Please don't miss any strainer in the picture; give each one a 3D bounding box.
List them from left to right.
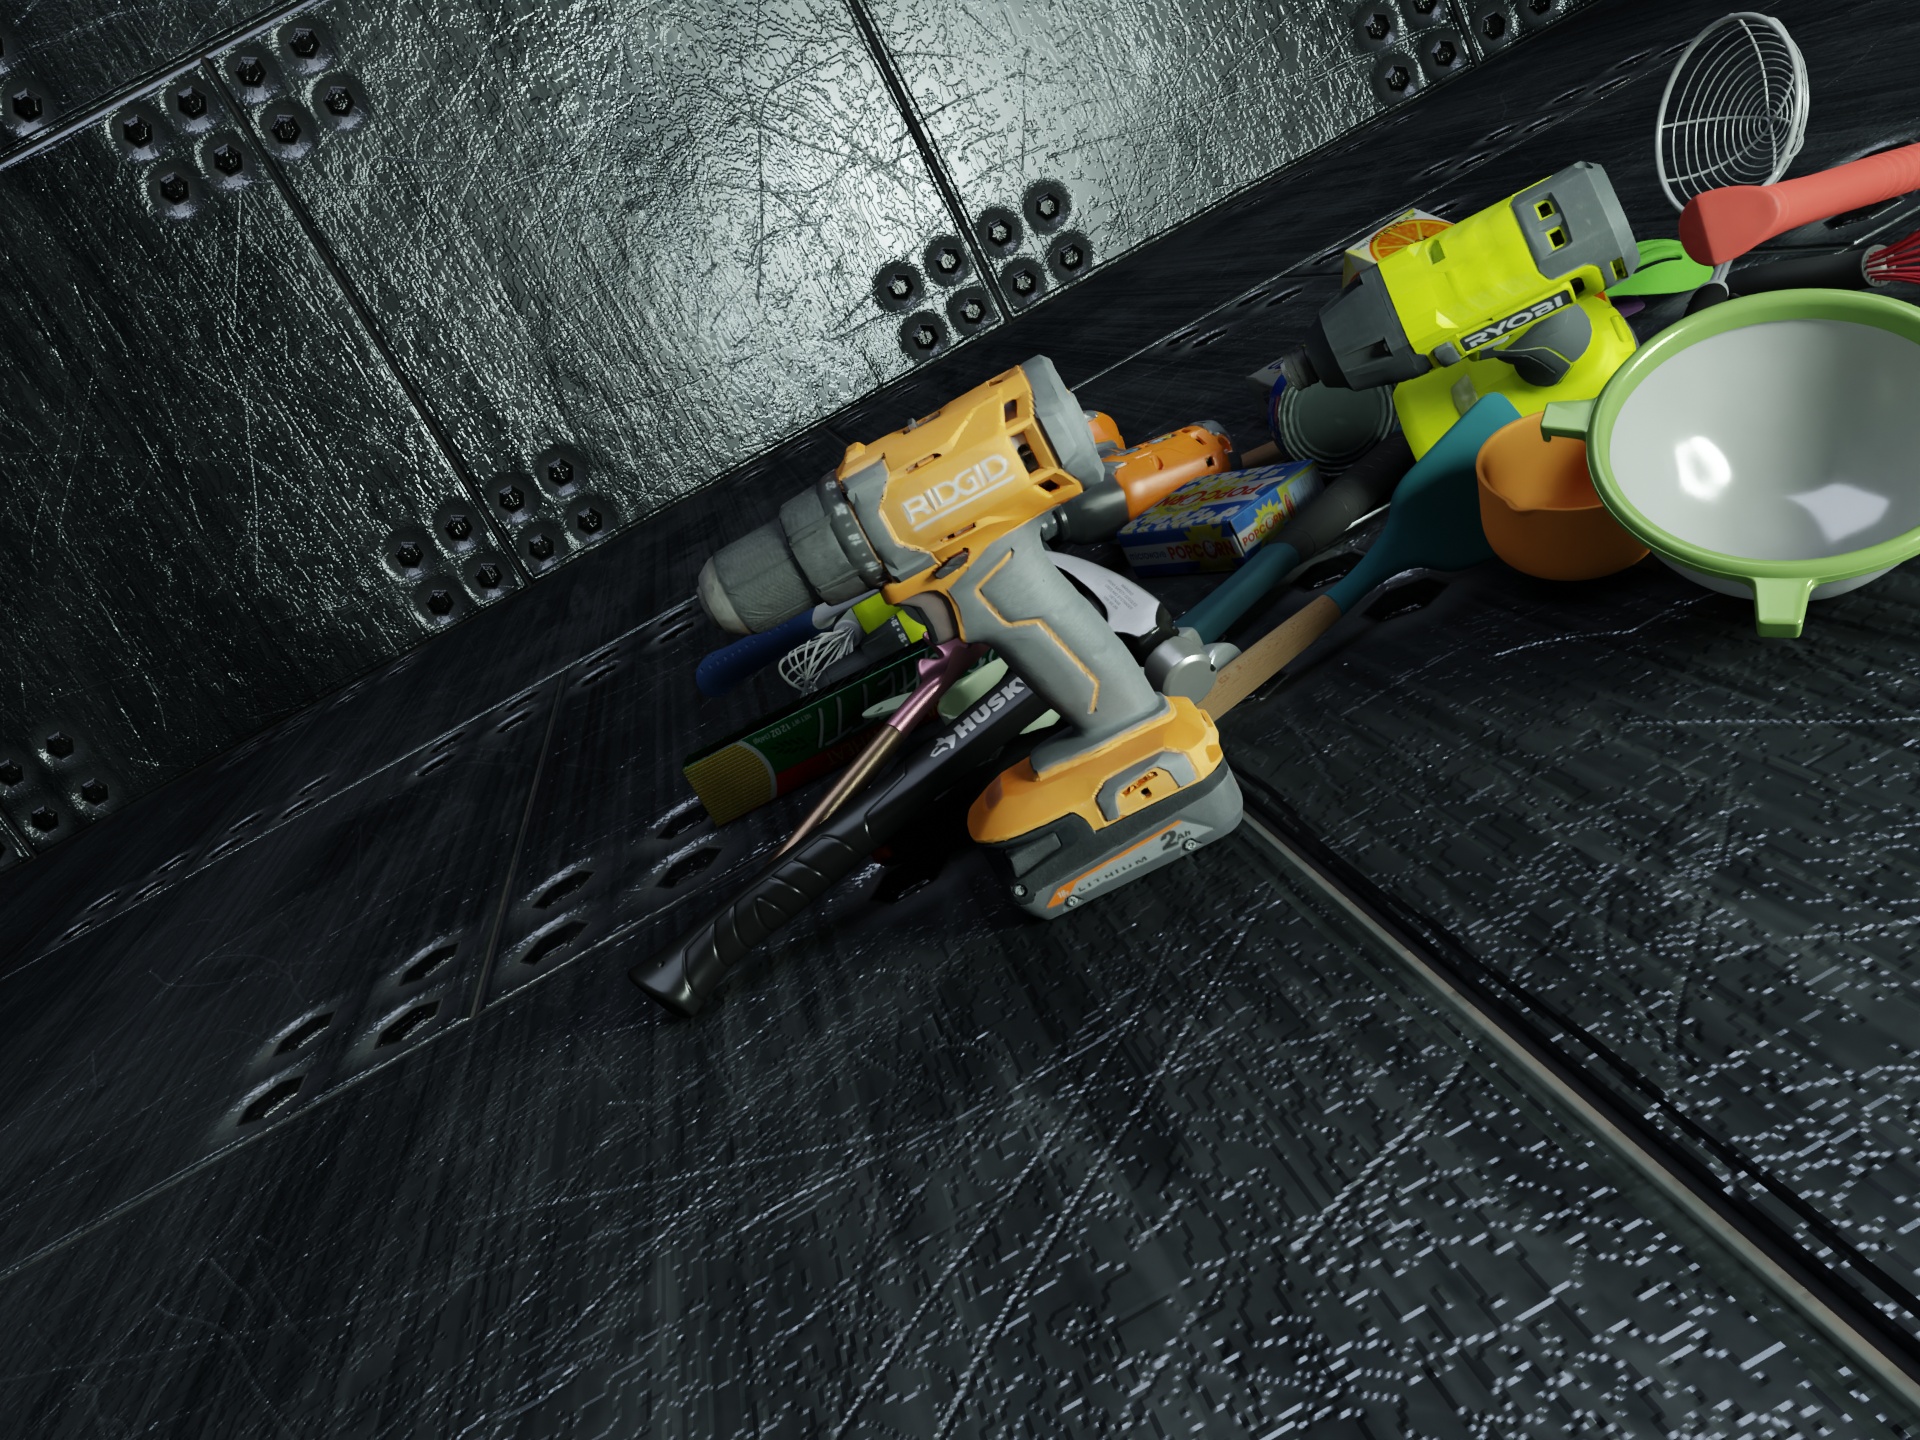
[{"bbox_3d":[0.385,-0.128,0.654,0.256,0.069,0.152,-31,50,1],"label":"strainer"}]

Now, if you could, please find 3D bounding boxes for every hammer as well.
[{"bbox_3d":[-0.085,-0.081,1.104,0.405,0.035,0.144,-20,32,56],"label":"hammer"},{"bbox_3d":[-0.036,0.037,0.829,0.335,0.035,0.146,-39,43,-1],"label":"hammer"},{"bbox_3d":[0.205,-0.107,0.972,0.331,0.033,0.128,-39,22,-31],"label":"hammer"},{"bbox_3d":[0.529,-0.304,0.867,0.359,0.036,0.149,-20,5,-19],"label":"hammer"}]

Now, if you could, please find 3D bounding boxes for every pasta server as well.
[{"bbox_3d":[-0.059,0.021,0.916,0.316,0.040,0.060,-51,17,-26],"label":"pasta server"}]

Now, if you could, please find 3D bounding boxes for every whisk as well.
[{"bbox_3d":[-0.094,-0.067,1.301,0.058,0.059,0.246,13,23,7],"label":"whisk"},{"bbox_3d":[0.516,-0.252,0.867,0.073,0.073,0.296,-32,13,-10],"label":"whisk"}]

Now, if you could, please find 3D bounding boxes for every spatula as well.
[{"bbox_3d":[0.176,-0.046,0.819,0.317,0.082,0.044,-38,7,-10],"label":"spatula"},{"bbox_3d":[0.339,-0.244,1.171,0.316,0.018,0.060,-21,23,18],"label":"spatula"}]

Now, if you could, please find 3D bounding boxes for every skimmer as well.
[{"bbox_3d":[0.439,-0.301,0.962,0.363,0.090,0.127,-56,-7,-34],"label":"skimmer"}]

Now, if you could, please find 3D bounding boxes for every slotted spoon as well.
[{"bbox_3d":[0.373,-0.276,1.118,0.314,0.031,0.070,-20,37,4],"label":"slotted spoon"}]

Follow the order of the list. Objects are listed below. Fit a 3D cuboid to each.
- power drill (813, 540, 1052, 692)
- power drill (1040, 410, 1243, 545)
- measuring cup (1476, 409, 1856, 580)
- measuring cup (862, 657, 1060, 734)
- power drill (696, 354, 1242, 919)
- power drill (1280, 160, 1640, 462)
[{"bbox_3d":[-0.025,-0.082,1.181,0.190,0.080,0.229,-28,20,1],"label":"power drill"},{"bbox_3d":[0.096,-0.184,1.245,0.164,0.084,0.227,-23,18,-15],"label":"power drill"},{"bbox_3d":[0.324,-0.092,0.741,0.095,0.052,0.174,-40,45,-23],"label":"measuring cup"},{"bbox_3d":[-0.002,-0.003,0.988,0.167,0.038,0.083,-11,25,49],"label":"measuring cup"},{"bbox_3d":[0.007,-0.024,0.716,0.185,0.226,0.084,-27,17,7],"label":"power drill"},{"bbox_3d":[0.278,-0.200,0.856,0.171,0.080,0.223,-23,-17,24],"label":"power drill"}]
